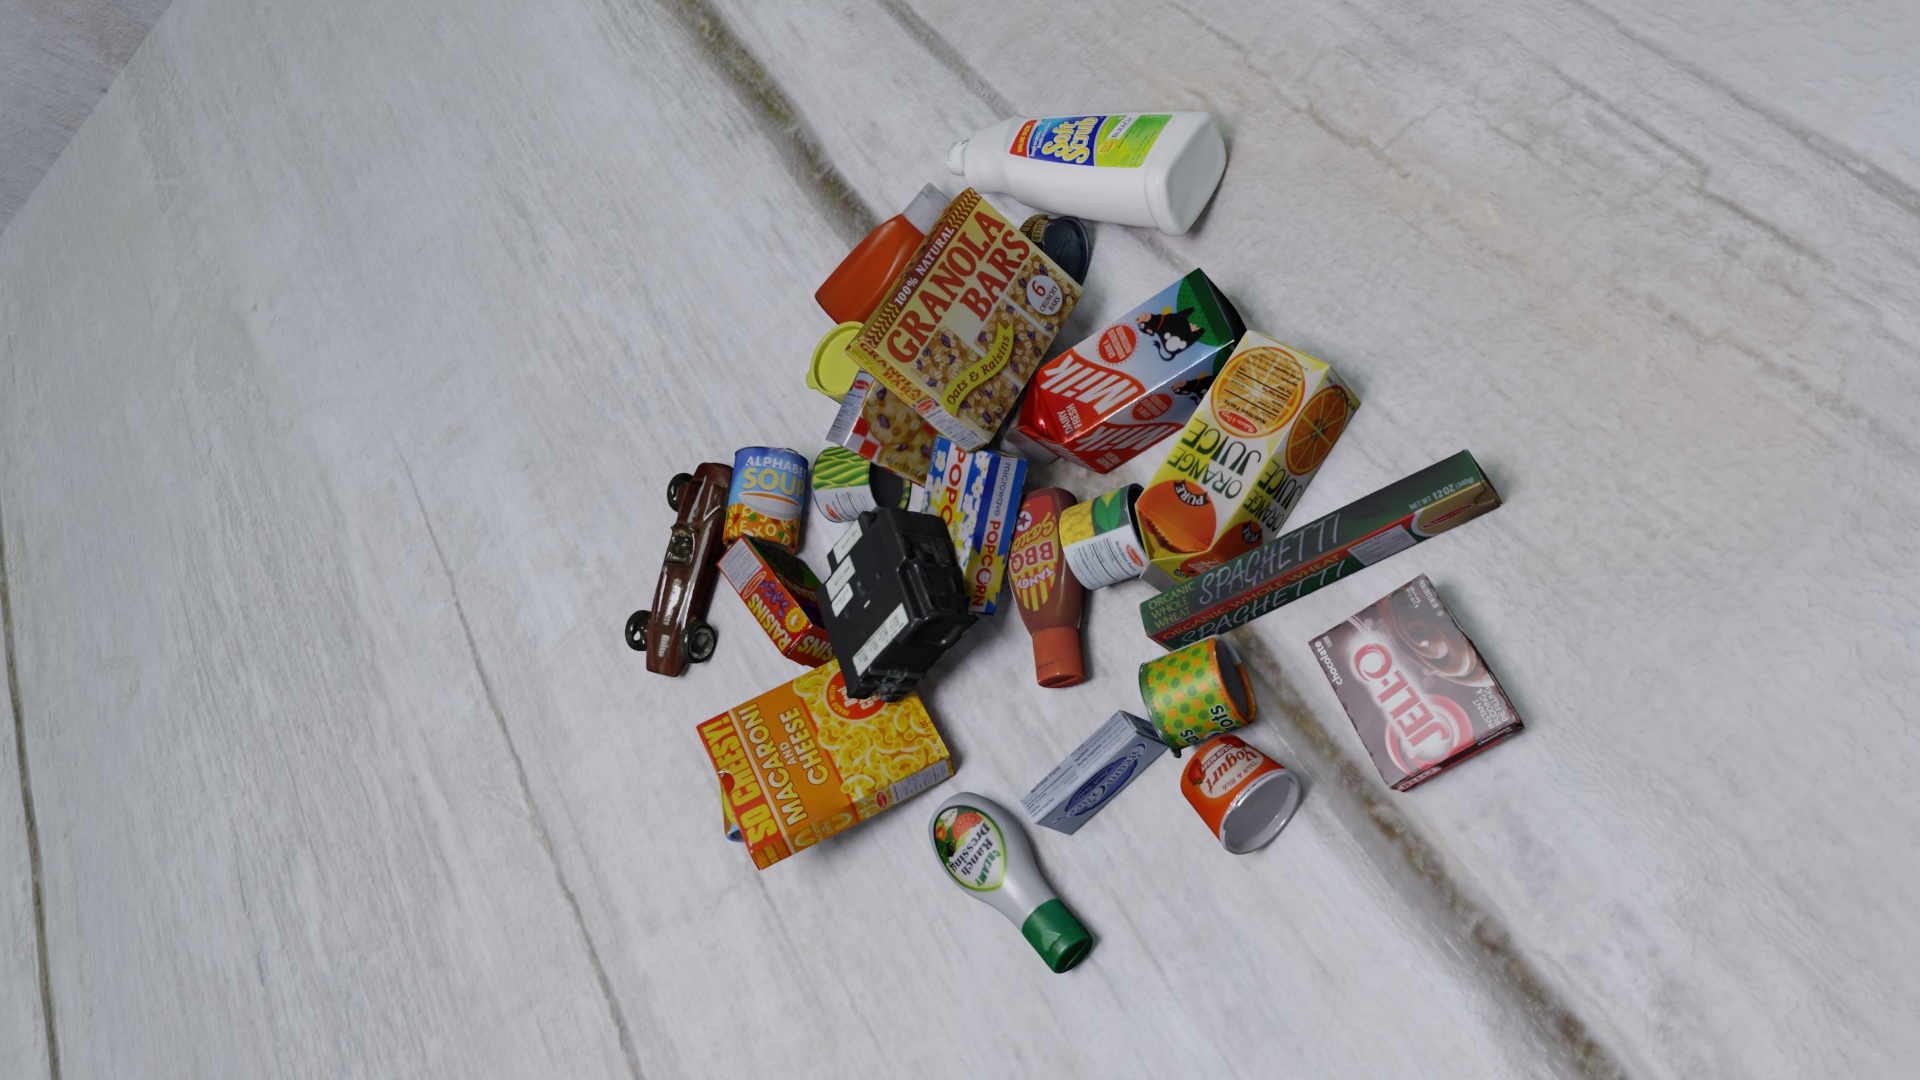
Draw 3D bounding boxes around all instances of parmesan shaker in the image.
[{"bbox_3d":[-0.072,-0.133,1.176,0.071,0.103,0.071,-12,67,30],"label":"parmesan shaker"}]

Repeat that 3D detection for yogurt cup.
[{"bbox_3d":[0.184,0.166,0.924,0.072,0.072,0.054,-54,45,6],"label":"yogurt cup"}]

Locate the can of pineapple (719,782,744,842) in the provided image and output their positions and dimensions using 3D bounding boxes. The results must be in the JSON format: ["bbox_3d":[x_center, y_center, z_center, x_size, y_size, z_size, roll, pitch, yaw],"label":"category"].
[{"bbox_3d":[-0.163,0.210,1.133,0.071,0.071,0.058,-24,63,25],"label":"can of pineapple"}]

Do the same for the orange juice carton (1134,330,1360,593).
[{"bbox_3d":[0.193,-0.044,0.987,0.073,0.071,0.192,34,93,37],"label":"orange juice carton"}]

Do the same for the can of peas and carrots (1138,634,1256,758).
[{"bbox_3d":[0.164,0.107,0.956,0.058,0.071,0.071,-26,61,23],"label":"can of peas and carrots"}]

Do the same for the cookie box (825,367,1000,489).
[{"bbox_3d":[-0.018,-0.129,1.124,0.040,0.123,0.167,21,86,58],"label":"cookie box"}]

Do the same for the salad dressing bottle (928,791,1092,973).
[{"bbox_3d":[0.036,0.246,1.004,0.064,0.044,0.148,-53,54,8],"label":"salad dressing bottle"}]

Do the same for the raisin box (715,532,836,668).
[{"bbox_3d":[-0.140,0.056,1.163,0.040,0.086,0.124,-48,54,8],"label":"raisin box"}]

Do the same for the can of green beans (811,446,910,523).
[{"bbox_3d":[-0.083,-0.049,1.176,0.058,0.071,0.071,-4,71,32],"label":"can of green beans"}]

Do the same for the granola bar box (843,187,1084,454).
[{"bbox_3d":[0.005,-0.167,1.058,0.166,0.124,0.039,-59,17,-26],"label":"granola bar box"}]

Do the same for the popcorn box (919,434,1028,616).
[{"bbox_3d":[0.004,-0.014,1.089,0.085,0.038,0.126,24,104,55],"label":"popcorn box"}]

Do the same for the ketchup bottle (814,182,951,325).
[{"bbox_3d":[-0.065,-0.255,1.252,0.148,0.043,0.065,-47,55,10],"label":"ketchup bottle"}]

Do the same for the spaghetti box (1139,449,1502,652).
[{"bbox_3d":[0.240,0.012,0.950,0.249,0.050,0.029,-28,58,23],"label":"spaghetti box"}]

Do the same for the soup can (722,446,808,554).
[{"bbox_3d":[-0.171,-0.034,1.227,0.071,0.071,0.084,-5,71,32],"label":"soup can"}]

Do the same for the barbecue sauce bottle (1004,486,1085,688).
[{"bbox_3d":[0.068,0.037,1.059,0.064,0.043,0.149,-24,61,35],"label":"barbecue sauce bottle"}]

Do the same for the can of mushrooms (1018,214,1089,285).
[{"bbox_3d":[0.073,-0.235,1.137,0.033,0.071,0.071,15,82,38],"label":"can of mushrooms"}]

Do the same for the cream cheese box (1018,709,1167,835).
[{"bbox_3d":[0.095,0.166,0.988,0.103,0.053,0.024,-45,53,12],"label":"cream cheese box"}]

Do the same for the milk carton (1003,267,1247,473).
[{"bbox_3d":[0.127,-0.116,1.057,0.190,0.072,0.074,-31,59,21],"label":"milk carton"}]

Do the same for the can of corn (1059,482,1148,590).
[{"bbox_3d":[0.114,-0.004,1.031,0.058,0.071,0.071,-21,63,27],"label":"can of corn"}]

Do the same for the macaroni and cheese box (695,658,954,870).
[{"bbox_3d":[-0.107,0.163,1.083,0.167,0.040,0.124,-25,55,-11],"label":"macaroni and cheese box"}]
